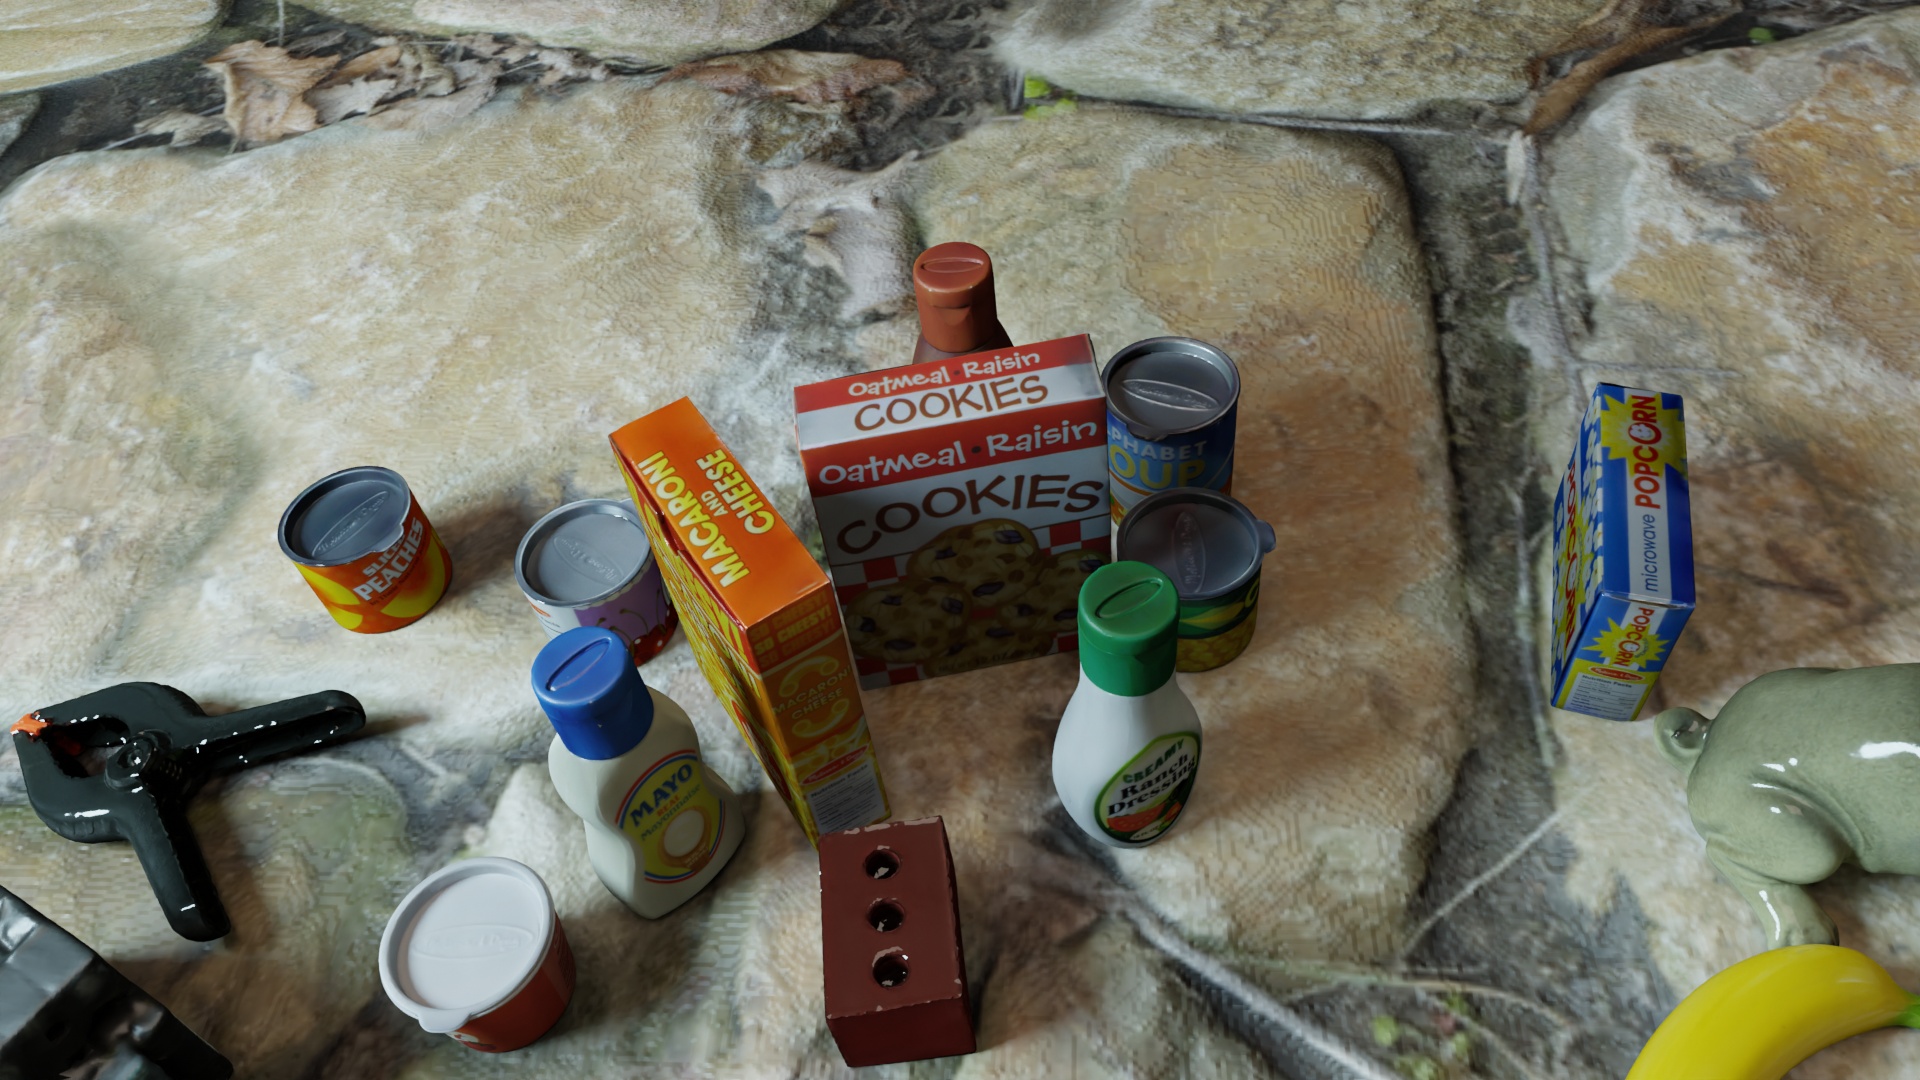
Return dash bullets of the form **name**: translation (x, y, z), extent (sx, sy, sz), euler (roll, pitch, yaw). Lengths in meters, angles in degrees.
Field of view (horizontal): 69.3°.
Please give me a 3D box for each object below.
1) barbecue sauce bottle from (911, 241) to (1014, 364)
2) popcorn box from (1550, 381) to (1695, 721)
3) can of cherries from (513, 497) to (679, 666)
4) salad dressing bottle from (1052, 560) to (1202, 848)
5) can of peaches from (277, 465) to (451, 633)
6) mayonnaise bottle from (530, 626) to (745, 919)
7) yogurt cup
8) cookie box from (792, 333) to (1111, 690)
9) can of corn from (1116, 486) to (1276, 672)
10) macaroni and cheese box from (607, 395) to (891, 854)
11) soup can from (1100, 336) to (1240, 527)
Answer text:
- **barbecue sauce bottle**: translation (0.003, -0.077, 0.681), extent (0.065, 0.147, 0.044), euler (-1, 50, 7)
- **popcorn box**: translation (0.291, 0.004, 0.617), extent (0.038, 0.084, 0.127), euler (9, 51, 14)
- **can of cherries**: translation (-0.173, 0.022, 0.677), extent (0.071, 0.058, 0.072), euler (-4, 49, 4)
- **salad dressing bottle**: translation (0.066, 0.068, 0.549), extent (0.064, 0.146, 0.044), euler (-26, 52, -15)
- **can of peaches**: translation (-0.300, 0.006, 0.706), extent (0.071, 0.057, 0.071), euler (-4, 49, 4)
- **mayonnaise bottle**: translation (-0.130, 0.092, 0.552), extent (0.041, 0.147, 0.065), euler (32, 60, 29)
- **yogurt cup**: translation (-0.189, 0.169, 0.556), extent (0.072, 0.053, 0.073), euler (-3, 49, 4)
- **cookie box**: translation (0.002, -0.008, 0.609), extent (0.123, 0.166, 0.040), euler (-11, 49, -2)
- **can of corn**: translation (0.108, 0.019, 0.645), extent (0.071, 0.058, 0.071), euler (-4, 49, 4)
- **macaroni and cheese box**: translation (-0.086, 0.040, 0.579), extent (0.040, 0.165, 0.124), euler (-29, 52, -17)
- **soup can**: translation (0.101, -0.046, 0.685), extent (0.071, 0.083, 0.072), euler (-4, 49, 4)
